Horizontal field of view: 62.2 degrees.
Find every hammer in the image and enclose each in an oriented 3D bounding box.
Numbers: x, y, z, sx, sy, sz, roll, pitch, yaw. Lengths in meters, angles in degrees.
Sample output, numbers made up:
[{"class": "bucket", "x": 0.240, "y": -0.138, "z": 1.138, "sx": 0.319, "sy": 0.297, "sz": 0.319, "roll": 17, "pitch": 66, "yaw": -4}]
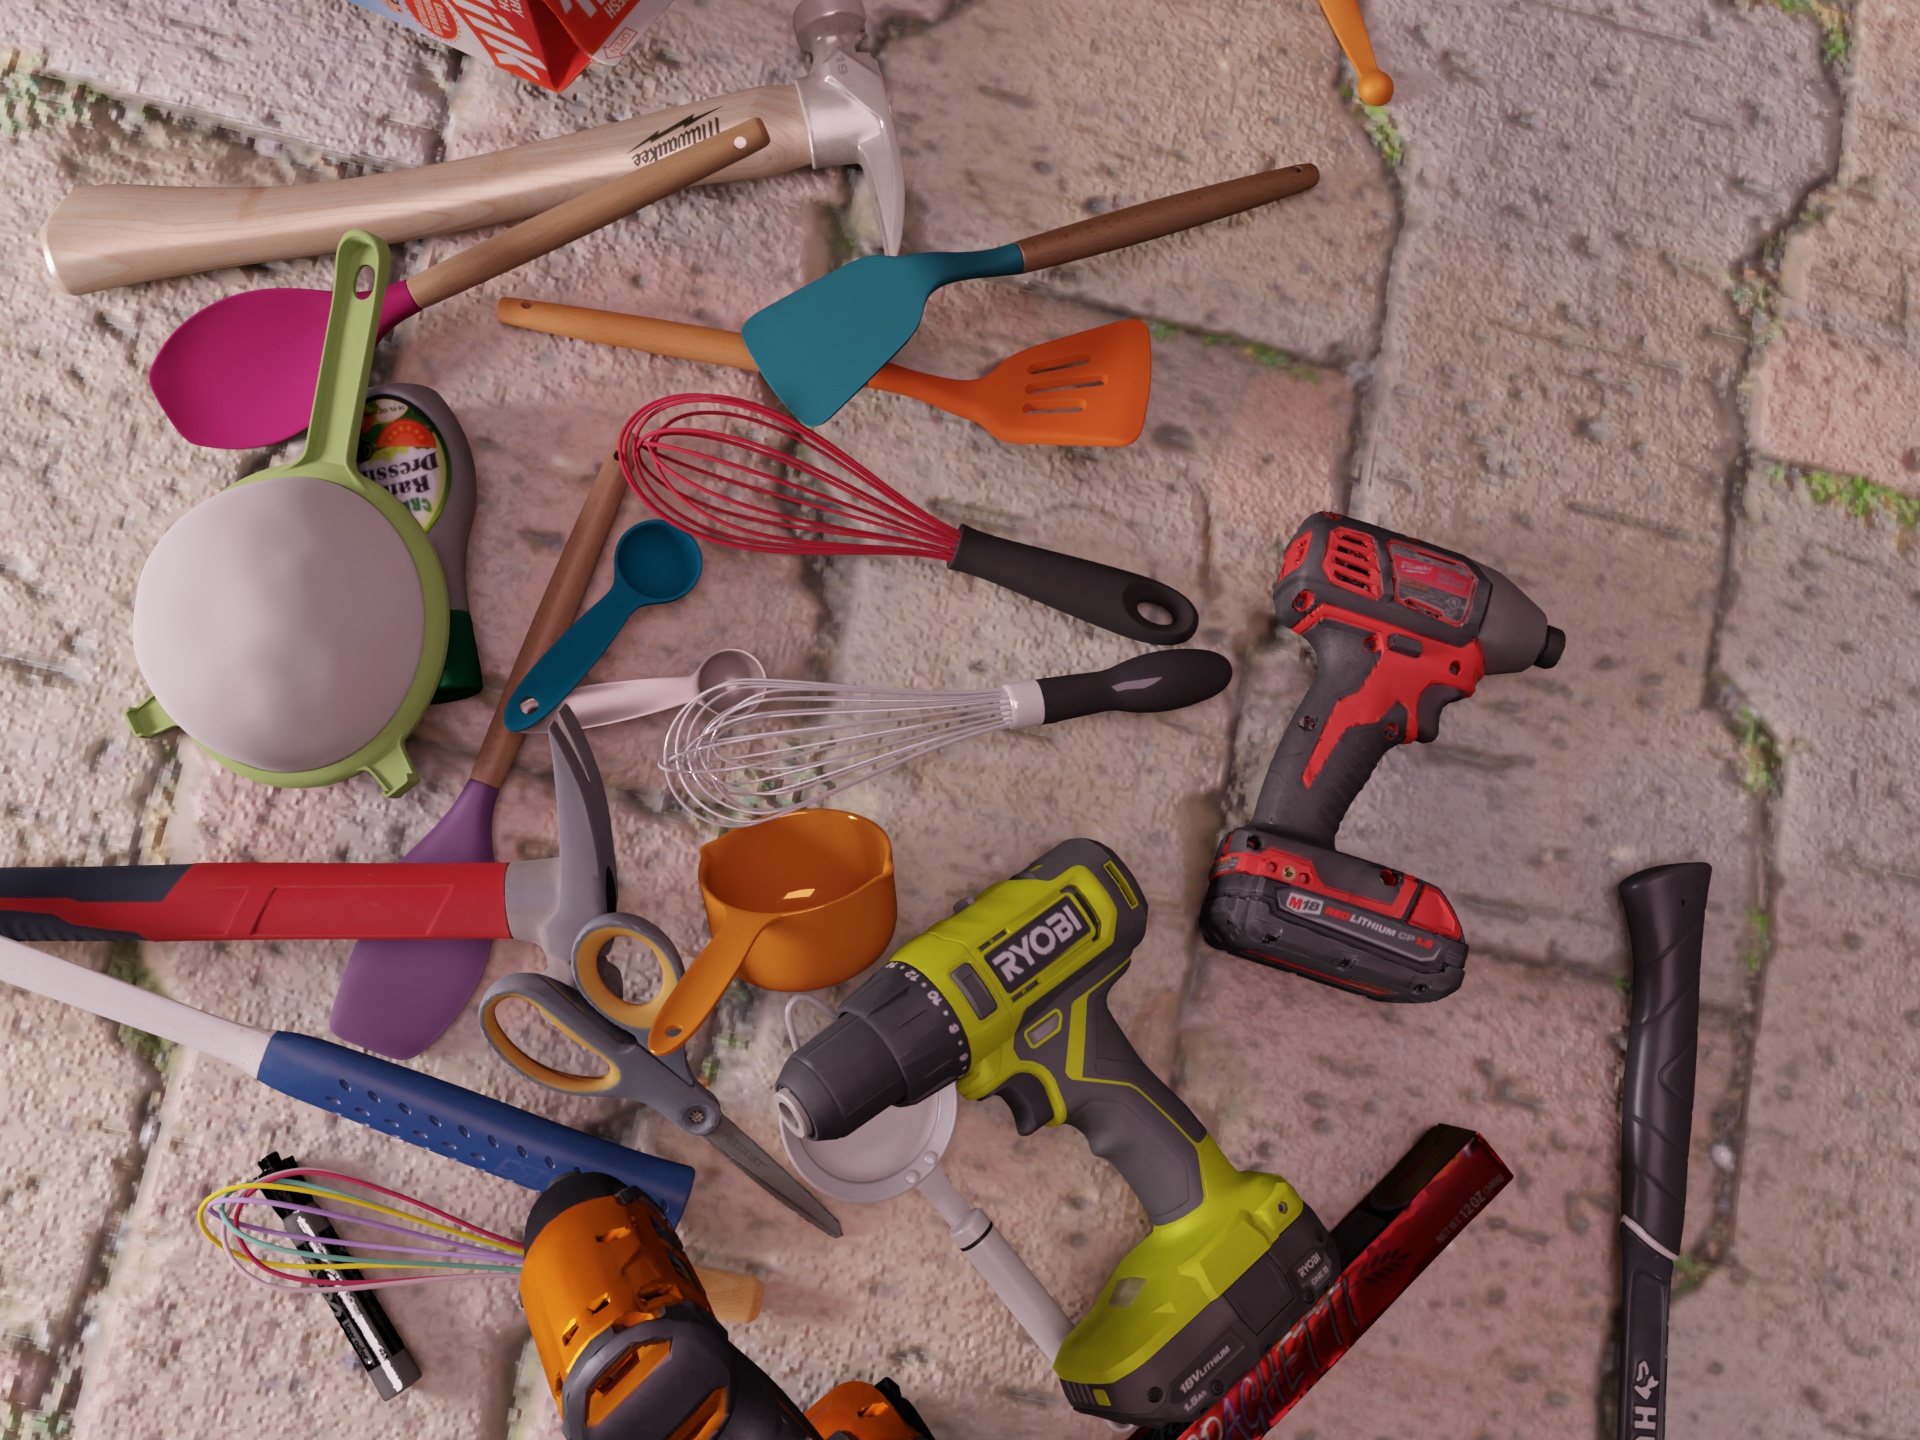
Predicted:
[{"class": "hammer", "x": 0.334, "y": 0.270, "z": 0.761, "sx": 0.149, "sy": 0.036, "sz": 0.409, "roll": 8, "pitch": 81, "yaw": -5}, {"class": "hammer", "x": -0.346, "y": 0.066, "z": 0.695, "sx": 0.386, "sy": 0.038, "sz": 0.143, "roll": 0, "pitch": 110, "yaw": 1}, {"class": "hammer", "x": -0.307, "y": 0.136, "z": 0.682, "sx": 0.405, "sy": 0.035, "sz": 0.144, "roll": 24, "pitch": 116, "yaw": -11}, {"class": "hammer", "x": -0.232, "y": -0.254, "z": 0.785, "sx": 0.410, "sy": 0.038, "sz": 0.146, "roll": -13, "pitch": 84, "yaw": -7}]

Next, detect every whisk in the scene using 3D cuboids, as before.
[{"class": "whisk", "x": -0.021, "y": -0.090, "z": 0.772, "sx": 0.295, "sy": 0.073, "sz": 0.073, "roll": 17, "pitch": 80, "yaw": -9}, {"class": "whisk", "x": -0.208, "y": 0.238, "z": 0.704, "sx": 0.245, "sy": 0.051, "sz": 0.047, "roll": 15, "pitch": 92, "yaw": -13}, {"class": "whisk", "x": -0.002, "y": -0.003, "z": 0.757, "sx": 0.284, "sy": 0.070, "sz": 0.070, "roll": -10, "pitch": 83, "yaw": -15}]

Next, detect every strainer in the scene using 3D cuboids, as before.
[{"class": "strainer", "x": -0.002, "y": 0.229, "z": 0.733, "sx": 0.087, "sy": 0.050, "sz": 0.258, "roll": -39, "pitch": 92, "yaw": -21}, {"class": "strainer", "x": -0.299, "y": -0.096, "z": 0.703, "sx": 0.151, "sy": 0.069, "sz": 0.256, "roll": 12, "pitch": 93, "yaw": 12}]

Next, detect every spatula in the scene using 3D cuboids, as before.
[{"class": "spatula", "x": 0.048, "y": -0.229, "z": 0.794, "sx": 0.317, "sy": 0.044, "sz": 0.082, "roll": -21, "pitch": 57, "yaw": -20}, {"class": "spatula", "x": -0.068, "y": -0.183, "z": 0.787, "sx": 0.322, "sy": 0.041, "sz": 0.081, "roll": 9, "pitch": 61, "yaw": -2}, {"class": "spatula", "x": -0.214, "y": 0.007, "z": 0.756, "sx": 0.060, "sy": 0.018, "sz": 0.316, "roll": 20, "pitch": 81, "yaw": -1}]

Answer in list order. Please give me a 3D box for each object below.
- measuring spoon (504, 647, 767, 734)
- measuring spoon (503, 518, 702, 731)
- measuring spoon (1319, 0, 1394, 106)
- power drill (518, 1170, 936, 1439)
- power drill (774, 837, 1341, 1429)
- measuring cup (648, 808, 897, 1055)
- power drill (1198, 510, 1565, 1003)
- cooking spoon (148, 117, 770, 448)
[{"class": "measuring spoon", "x": -0.154, "y": -0.009, "z": 0.761, "sx": 0.124, "sy": 0.018, "sz": 0.034, "roll": -10, "pitch": 81, "yaw": -11}, {"class": "measuring spoon", "x": -0.173, "y": -0.042, "z": 0.759, "sx": 0.042, "sy": 0.021, "sz": 0.129, "roll": 39, "pitch": 72, "yaw": -2}, {"class": "measuring spoon", "x": 0.207, "y": -0.386, "z": 0.858, "sx": 0.021, "sy": 0.011, "sz": 0.117, "roll": -19, "pitch": 84, "yaw": -8}, {"class": "power drill", "x": -0.090, "y": 0.276, "z": 0.650, "sx": 0.084, "sy": 0.164, "sz": 0.226, "roll": -43, "pitch": 116, "yaw": -10}, {"class": "power drill", "x": 0.044, "y": 0.188, "z": 0.703, "sx": 0.190, "sy": 0.080, "sz": 0.228, "roll": -32, "pitch": 86, "yaw": -30}, {"class": "measuring cup", "x": -0.086, "y": 0.104, "z": 0.689, "sx": 0.095, "sy": 0.174, "sz": 0.052, "roll": 5, "pitch": 121, "yaw": 20}, {"class": "power drill", "x": 0.206, "y": 0.018, "z": 0.768, "sx": 0.143, "sy": 0.078, "sz": 0.220, "roll": 18, "pitch": 77, "yaw": -3}, {"class": "cooking spoon", "x": -0.237, "y": -0.213, "z": 0.757, "sx": 0.319, "sy": 0.017, "sz": 0.068, "roll": -24, "pitch": 111, "yaw": 3}]
